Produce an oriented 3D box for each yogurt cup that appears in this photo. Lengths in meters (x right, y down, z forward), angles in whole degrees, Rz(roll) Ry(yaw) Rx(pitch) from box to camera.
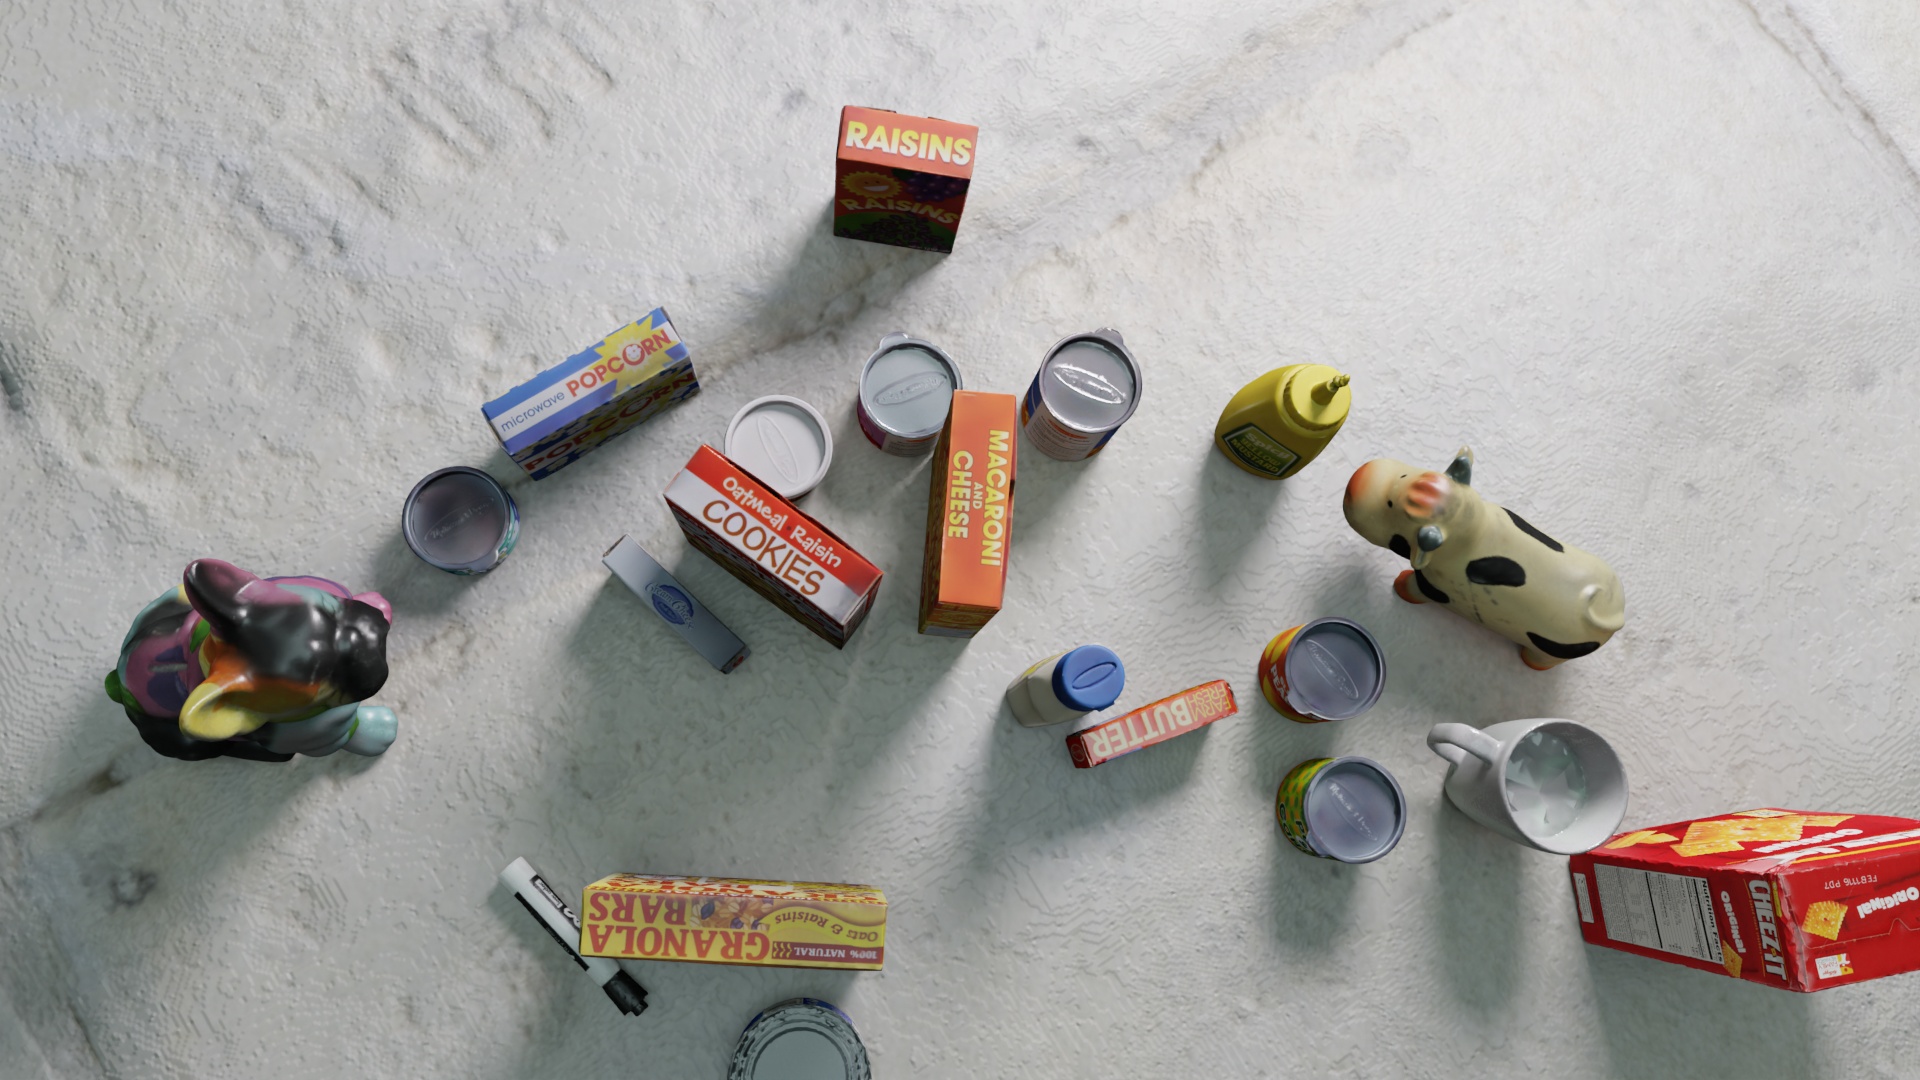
[{"bbox_3d":[-0.117,-0.055,0.896,0.072,0.054,0.072,1,80,-6],"label":"yogurt cup"}]

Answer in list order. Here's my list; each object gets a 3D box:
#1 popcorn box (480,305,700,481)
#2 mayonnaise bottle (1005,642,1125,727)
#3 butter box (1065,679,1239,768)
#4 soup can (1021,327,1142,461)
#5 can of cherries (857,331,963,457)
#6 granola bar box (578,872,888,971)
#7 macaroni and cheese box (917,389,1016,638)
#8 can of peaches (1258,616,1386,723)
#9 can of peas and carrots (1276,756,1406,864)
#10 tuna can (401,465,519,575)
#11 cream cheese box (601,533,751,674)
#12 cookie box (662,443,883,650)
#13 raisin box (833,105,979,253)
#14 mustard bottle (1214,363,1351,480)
[{"bbox_3d":[-0.230,-0.090,0.875,0.127,0.085,0.038,-32,85,-10],"label":"popcorn box"},{"bbox_3d":[0.067,0.087,0.842,0.065,0.148,0.041,-26,84,-9],"label":"mayonnaise bottle"},{"bbox_3d":[0.122,0.118,0.891,0.104,0.053,0.024,-19,83,-9],"label":"butter box"},{"bbox_3d":[0.079,-0.094,0.908,0.071,0.083,0.071,1,80,-6],"label":"soup can"},{"bbox_3d":[-0.035,-0.095,0.910,0.071,0.058,0.071,1,80,-6],"label":"can of cherries"},{"bbox_3d":[-0.128,0.221,0.810,0.166,0.124,0.039,4,80,-5],"label":"granola bar box"},{"bbox_3d":[0.003,-0.011,0.843,0.040,0.166,0.124,5,80,-5],"label":"macaroni and cheese box"},{"bbox_3d":[0.232,0.087,0.905,0.071,0.058,0.071,1,80,-6],"label":"can of peaches"},{"bbox_3d":[0.241,0.174,0.890,0.071,0.058,0.071,1,80,-6],"label":"can of peas and carrots"},{"bbox_3d":[-0.313,-0.010,0.878,0.071,0.032,0.071,1,80,-6],"label":"tuna can"},{"bbox_3d":[-0.178,0.042,0.873,0.104,0.053,0.024,43,79,2],"label":"cream cheese box"},{"bbox_3d":[-0.109,0.009,0.828,0.123,0.167,0.040,35,79,1],"label":"cookie box"},{"bbox_3d":[-0.038,-0.232,0.901,0.086,0.123,0.040,8,80,-4],"label":"raisin box"},{"bbox_3d":[0.210,-0.080,0.881,0.065,0.160,0.049,34,79,0],"label":"mustard bottle"}]
